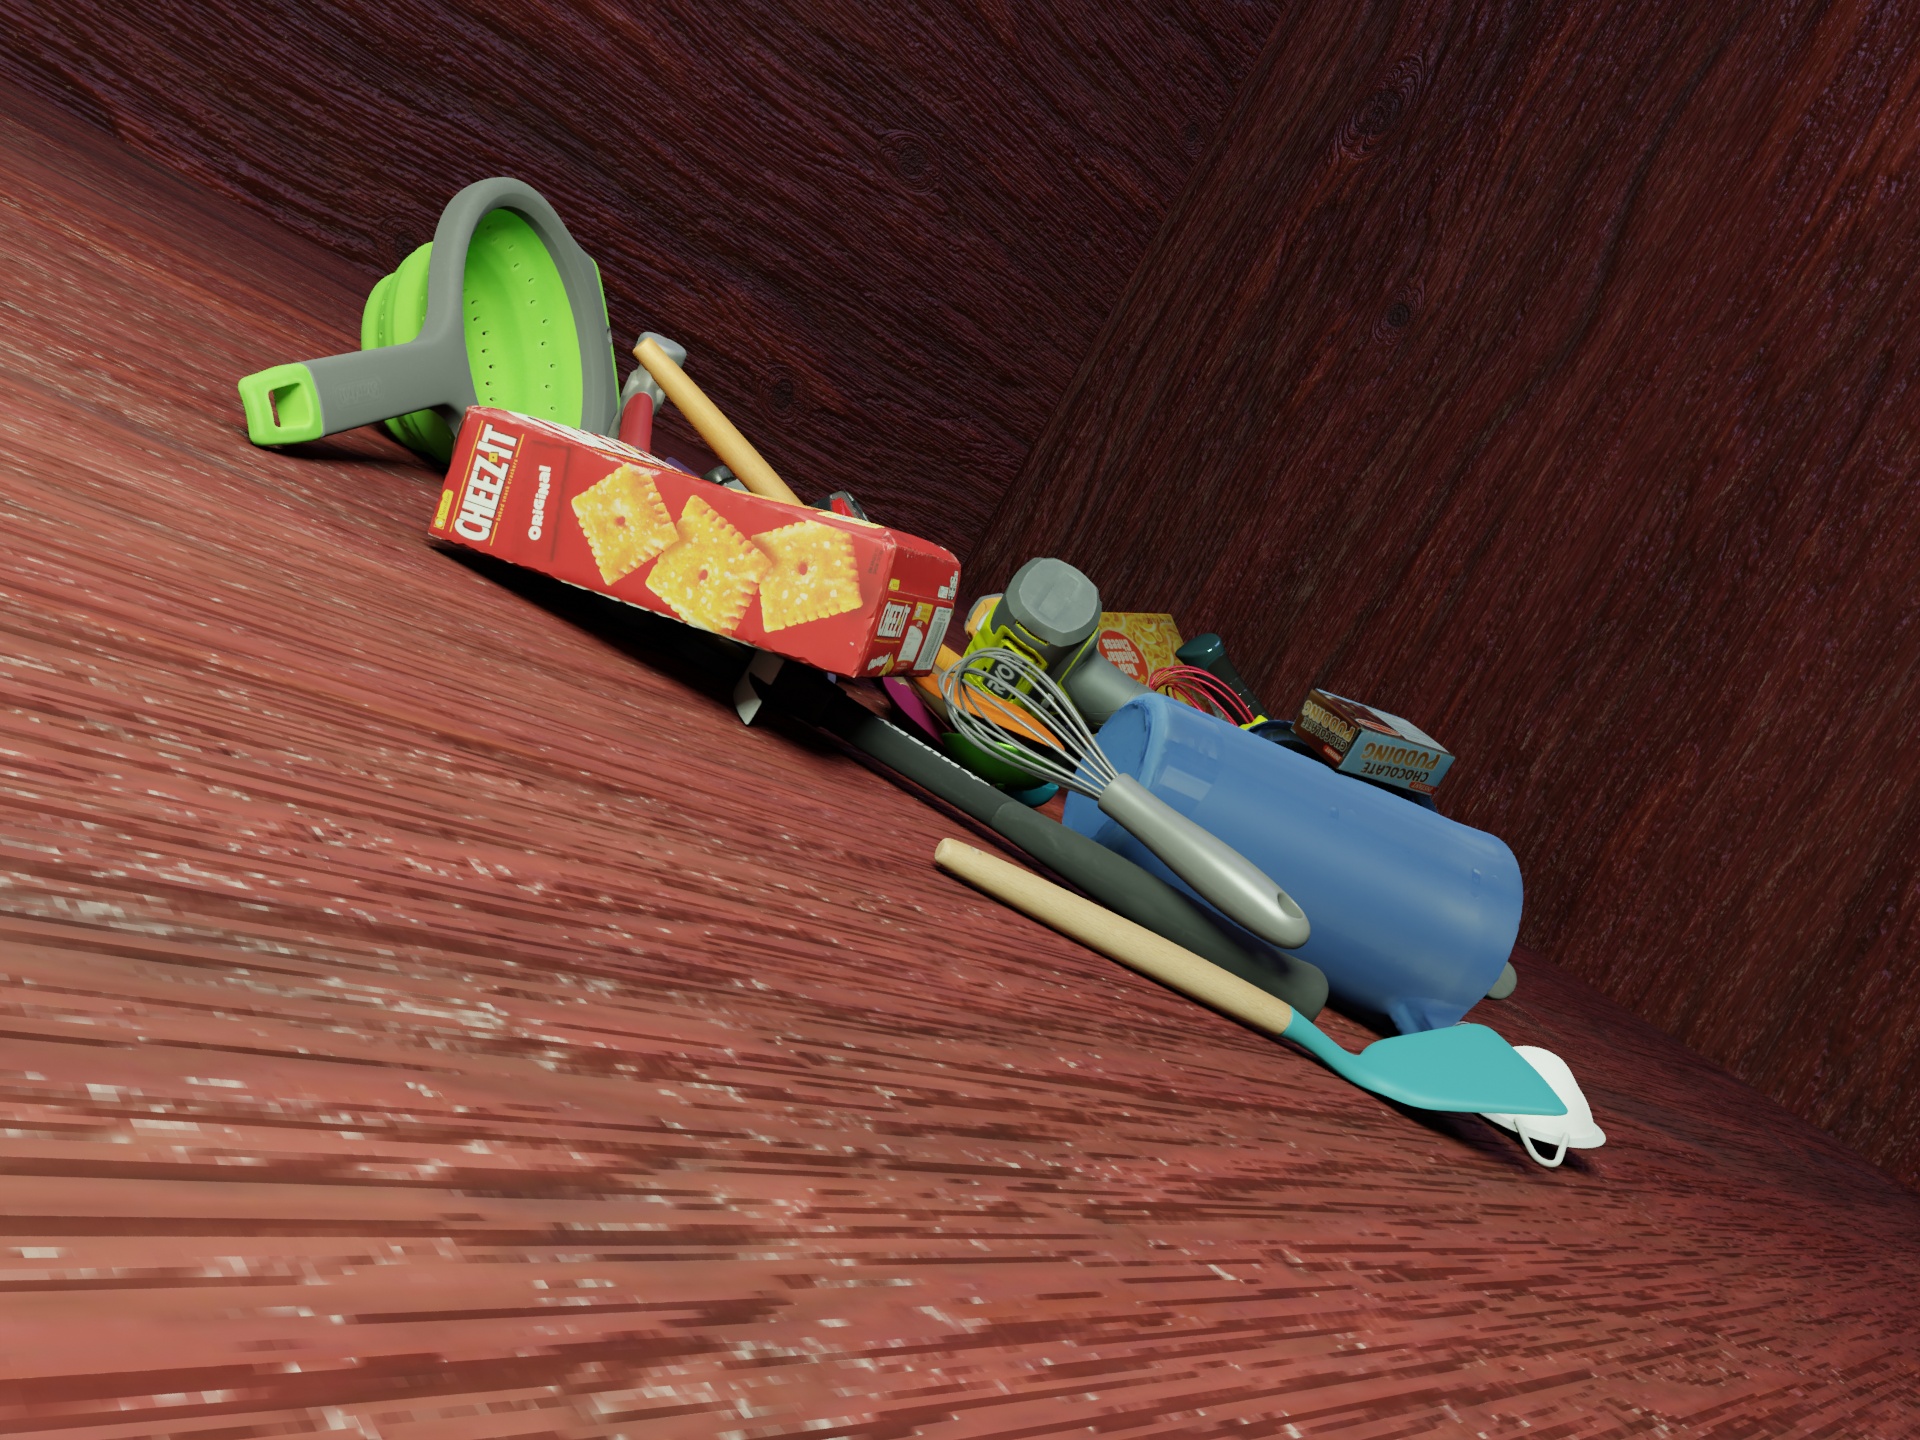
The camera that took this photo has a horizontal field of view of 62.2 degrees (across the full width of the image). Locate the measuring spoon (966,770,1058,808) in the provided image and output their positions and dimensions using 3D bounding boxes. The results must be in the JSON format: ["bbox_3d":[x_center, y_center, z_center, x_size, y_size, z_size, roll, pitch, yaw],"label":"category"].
[{"bbox_3d":[0.013,0.041,0.936,0.042,0.021,0.128,25,12,32],"label":"measuring spoon"}]

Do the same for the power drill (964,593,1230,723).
[{"bbox_3d":[0.126,-0.024,1.339,0.226,0.084,0.185,26,7,-26],"label":"power drill"}]

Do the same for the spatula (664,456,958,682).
[{"bbox_3d":[-0.091,-0.086,1.163,0.315,0.018,0.060,37,25,-23],"label":"spatula"}]

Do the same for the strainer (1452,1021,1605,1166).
[{"bbox_3d":[0.317,0.204,0.934,0.087,0.050,0.258,16,1,6],"label":"strainer"}]

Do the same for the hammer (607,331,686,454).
[{"bbox_3d":[-0.233,-0.161,1.098,0.038,0.143,0.387,20,20,-17],"label":"hammer"}]

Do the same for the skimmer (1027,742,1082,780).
[{"bbox_3d":[0.209,0.070,1.256,0.363,0.090,0.127,27,38,-13],"label":"skimmer"}]

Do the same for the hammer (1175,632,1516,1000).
[{"bbox_3d":[0.270,0.072,1.169,0.331,0.033,0.128,53,-18,3],"label":"hammer"}]

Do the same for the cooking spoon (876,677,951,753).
[{"bbox_3d":[-0.046,-0.023,1.137,0.068,0.017,0.319,41,3,-15],"label":"cooking spoon"}]

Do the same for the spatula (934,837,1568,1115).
[{"bbox_3d":[0.130,0.116,0.719,0.317,0.044,0.082,27,12,-18],"label":"spatula"}]

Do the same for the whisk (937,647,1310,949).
[{"bbox_3d":[0.079,0.037,0.797,0.239,0.055,0.055,39,9,26],"label":"whisk"}]

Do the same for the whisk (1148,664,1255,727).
[{"bbox_3d":[0.230,0.081,1.135,0.296,0.073,0.073,51,6,1],"label":"whisk"}]

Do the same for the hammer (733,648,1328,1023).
[{"bbox_3d":[0.033,0.055,0.797,0.335,0.035,0.146,31,5,6],"label":"hammer"}]

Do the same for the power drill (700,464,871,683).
[{"bbox_3d":[-0.097,-0.091,1.005,0.143,0.078,0.219,56,9,0],"label":"power drill"}]

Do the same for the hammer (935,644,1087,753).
[{"bbox_3d":[-0.005,-0.044,1.315,0.336,0.034,0.127,31,5,-43],"label":"hammer"}]

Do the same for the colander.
[{"bbox_3d":[-0.317,-0.200,0.910,0.094,0.204,0.397,-2,18,12],"label":"colander"}]

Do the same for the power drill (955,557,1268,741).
[{"bbox_3d":[0.100,0.010,1.061,0.228,0.080,0.190,35,-31,2],"label":"power drill"}]

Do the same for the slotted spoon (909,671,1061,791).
[{"bbox_3d":[-0.002,-0.003,1.003,0.070,0.031,0.314,19,8,-15],"label":"slotted spoon"}]

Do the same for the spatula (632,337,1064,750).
[{"bbox_3d":[-0.061,-0.090,0.888,0.322,0.041,0.081,48,0,-20],"label":"spatula"}]
